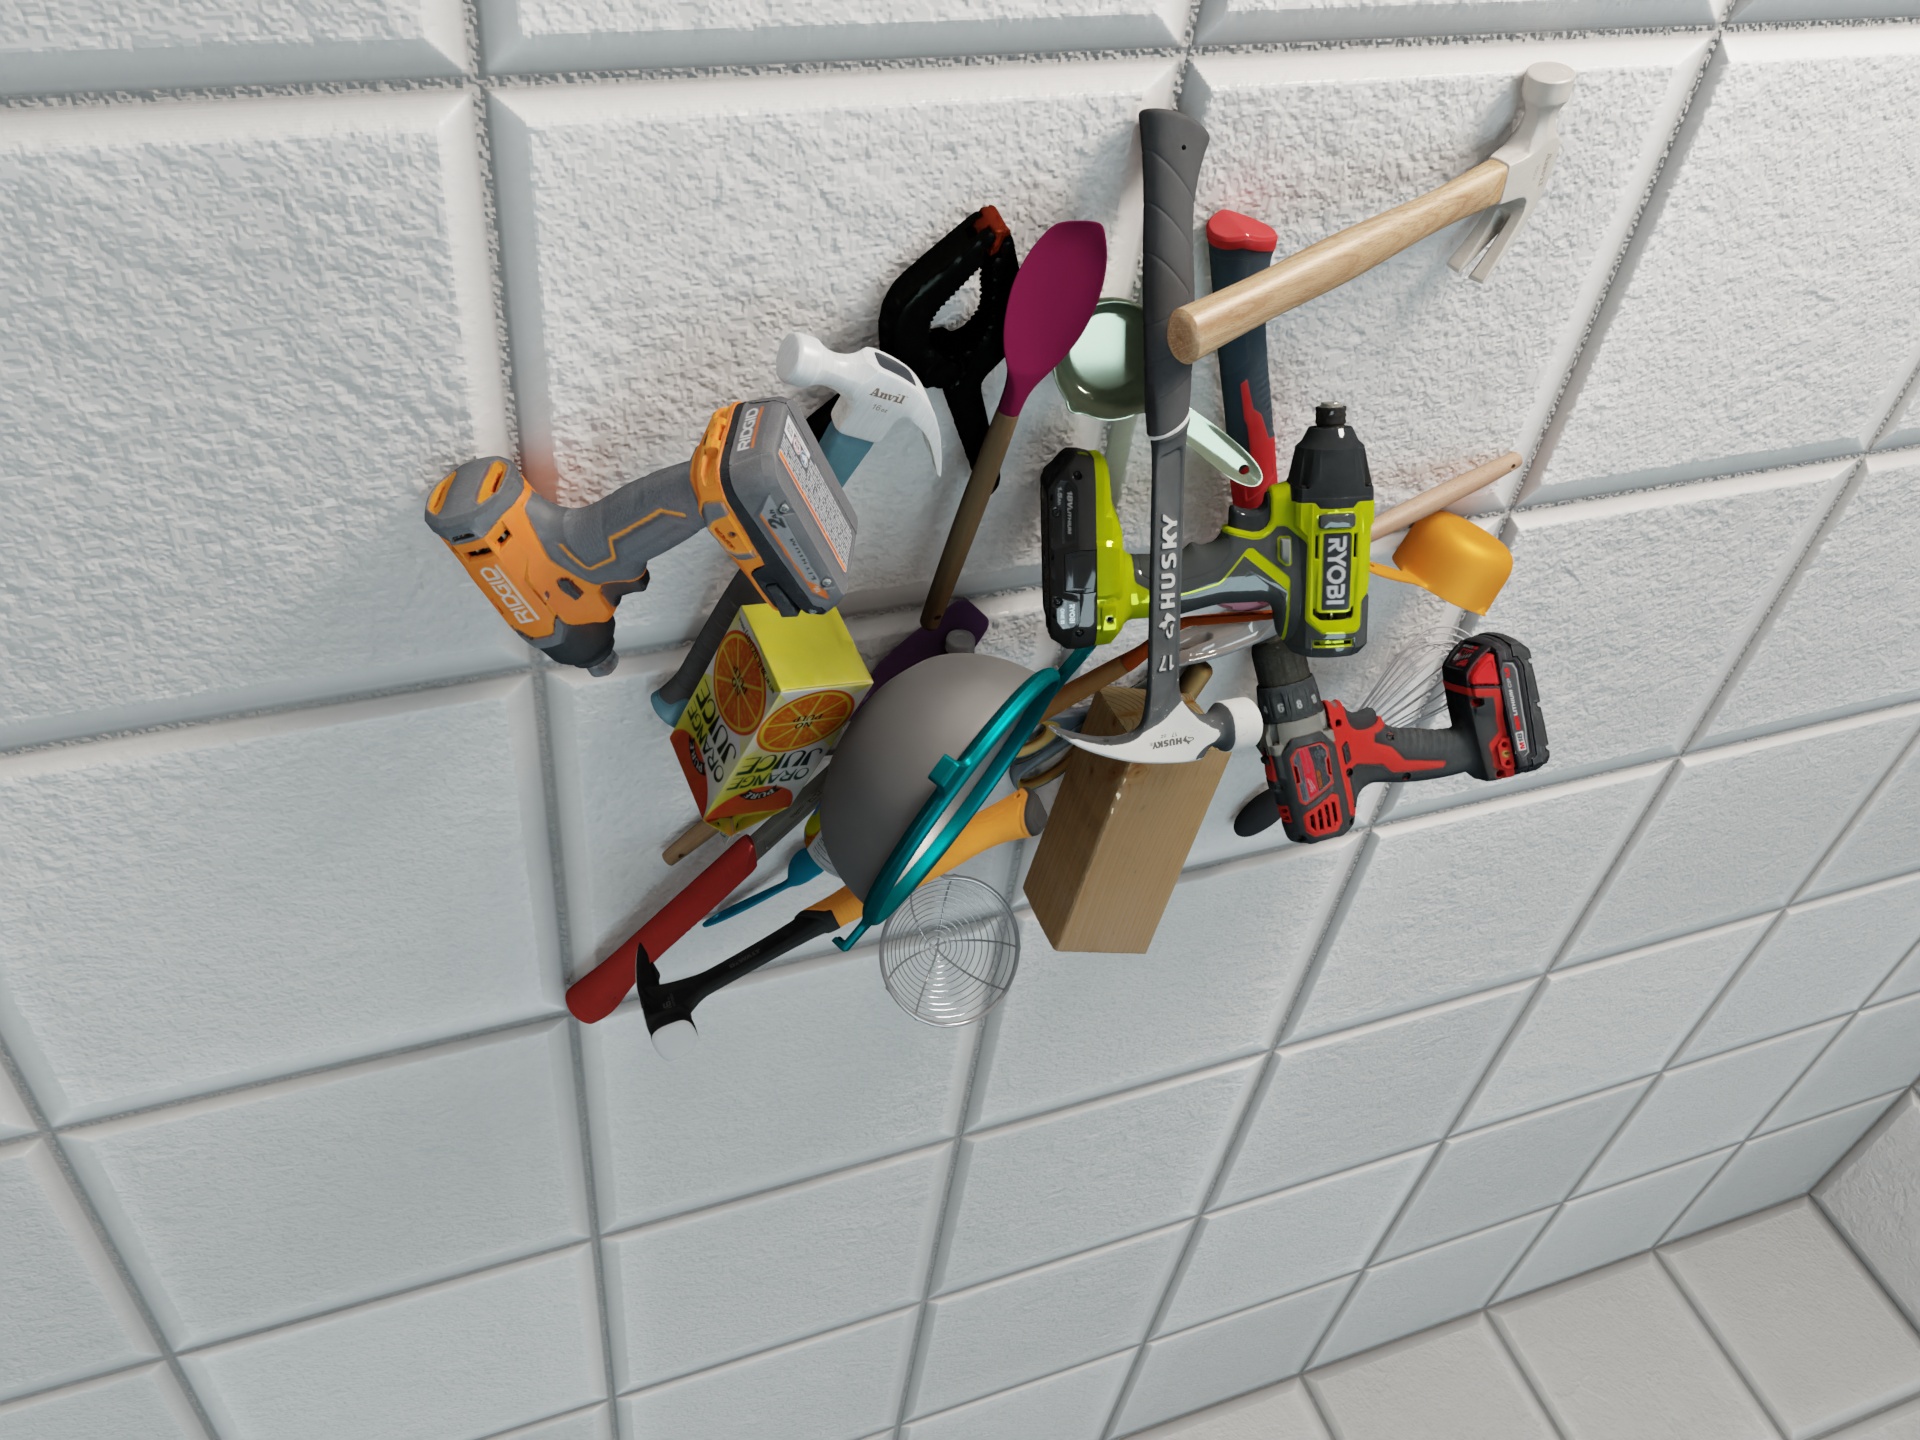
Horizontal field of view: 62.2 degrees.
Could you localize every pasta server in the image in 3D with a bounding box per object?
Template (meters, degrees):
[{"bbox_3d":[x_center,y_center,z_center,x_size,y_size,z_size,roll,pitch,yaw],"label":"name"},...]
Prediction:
[{"bbox_3d":[0.315,-0.152,1.211,0.316,0.040,0.060,-26,138,-26],"label":"pasta server"}]

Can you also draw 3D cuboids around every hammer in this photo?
[{"bbox_3d":[0.259,-0.298,0.996,0.331,0.031,0.129,-31,143,-23],"label":"hammer"},{"bbox_3d":[-0.089,0.138,1.206,0.337,0.127,0.034,-28,117,-7],"label":"hammer"},{"bbox_3d":[0.125,-0.165,0.996,0.149,0.036,0.408,-10,110,-23],"label":"hammer"},{"bbox_3d":[-0.122,-0.106,1.032,0.128,0.033,0.331,8,136,-34],"label":"hammer"},{"bbox_3d":[-0.194,0.124,1.247,0.359,0.037,0.149,-41,155,20],"label":"hammer"},{"bbox_3d":[0.195,-0.189,1.143,0.143,0.038,0.385,-23,140,-3],"label":"hammer"}]

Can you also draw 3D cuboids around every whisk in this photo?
[{"bbox_3d":[0.355,0.019,1.442,0.070,0.070,0.284,21,125,-42],"label":"whisk"},{"bbox_3d":[0.141,0.045,1.364,0.051,0.047,0.245,4,127,-43],"label":"whisk"}]

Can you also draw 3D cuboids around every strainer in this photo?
[{"bbox_3d":[-0.002,-0.004,1.115,0.340,0.095,0.211,-48,171,-49],"label":"strainer"}]

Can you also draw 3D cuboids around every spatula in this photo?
[{"bbox_3d":[-0.106,0.015,1.211,0.316,0.018,0.059,-38,140,11],"label":"spatula"},{"bbox_3d":[0.111,-0.024,1.232,0.322,0.041,0.081,-29,176,20],"label":"spatula"}]

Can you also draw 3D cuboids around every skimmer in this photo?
[{"bbox_3d":[0.000,0.095,1.263,0.127,0.090,0.363,-13,134,-20],"label":"skimmer"}]

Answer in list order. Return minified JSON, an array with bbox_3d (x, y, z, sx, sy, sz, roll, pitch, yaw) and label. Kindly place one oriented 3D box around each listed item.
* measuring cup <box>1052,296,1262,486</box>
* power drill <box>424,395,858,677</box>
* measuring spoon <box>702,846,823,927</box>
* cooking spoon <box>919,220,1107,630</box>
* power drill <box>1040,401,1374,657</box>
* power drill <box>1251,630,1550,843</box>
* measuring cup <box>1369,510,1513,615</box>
[{"bbox_3d":[0.131,-0.209,1.034,0.167,0.038,0.083,36,107,-16],"label":"measuring cup"},{"bbox_3d":[-0.181,-0.098,0.949,0.226,0.084,0.164,-10,137,18],"label":"power drill"},{"bbox_3d":[-0.163,0.135,1.307,0.128,0.042,0.021,-28,104,12],"label":"measuring spoon"},{"bbox_3d":[0.023,-0.179,1.025,0.068,0.017,0.318,-11,140,-33],"label":"cooking spoon"},{"bbox_3d":[0.169,-0.128,1.091,0.223,0.080,0.171,-2,106,-1],"label":"power drill"},{"bbox_3d":[0.355,-0.012,1.323,0.226,0.080,0.188,-15,99,-3],"label":"power drill"},{"bbox_3d":[0.369,-0.132,1.246,0.173,0.095,0.052,2,125,-46],"label":"measuring cup"}]
